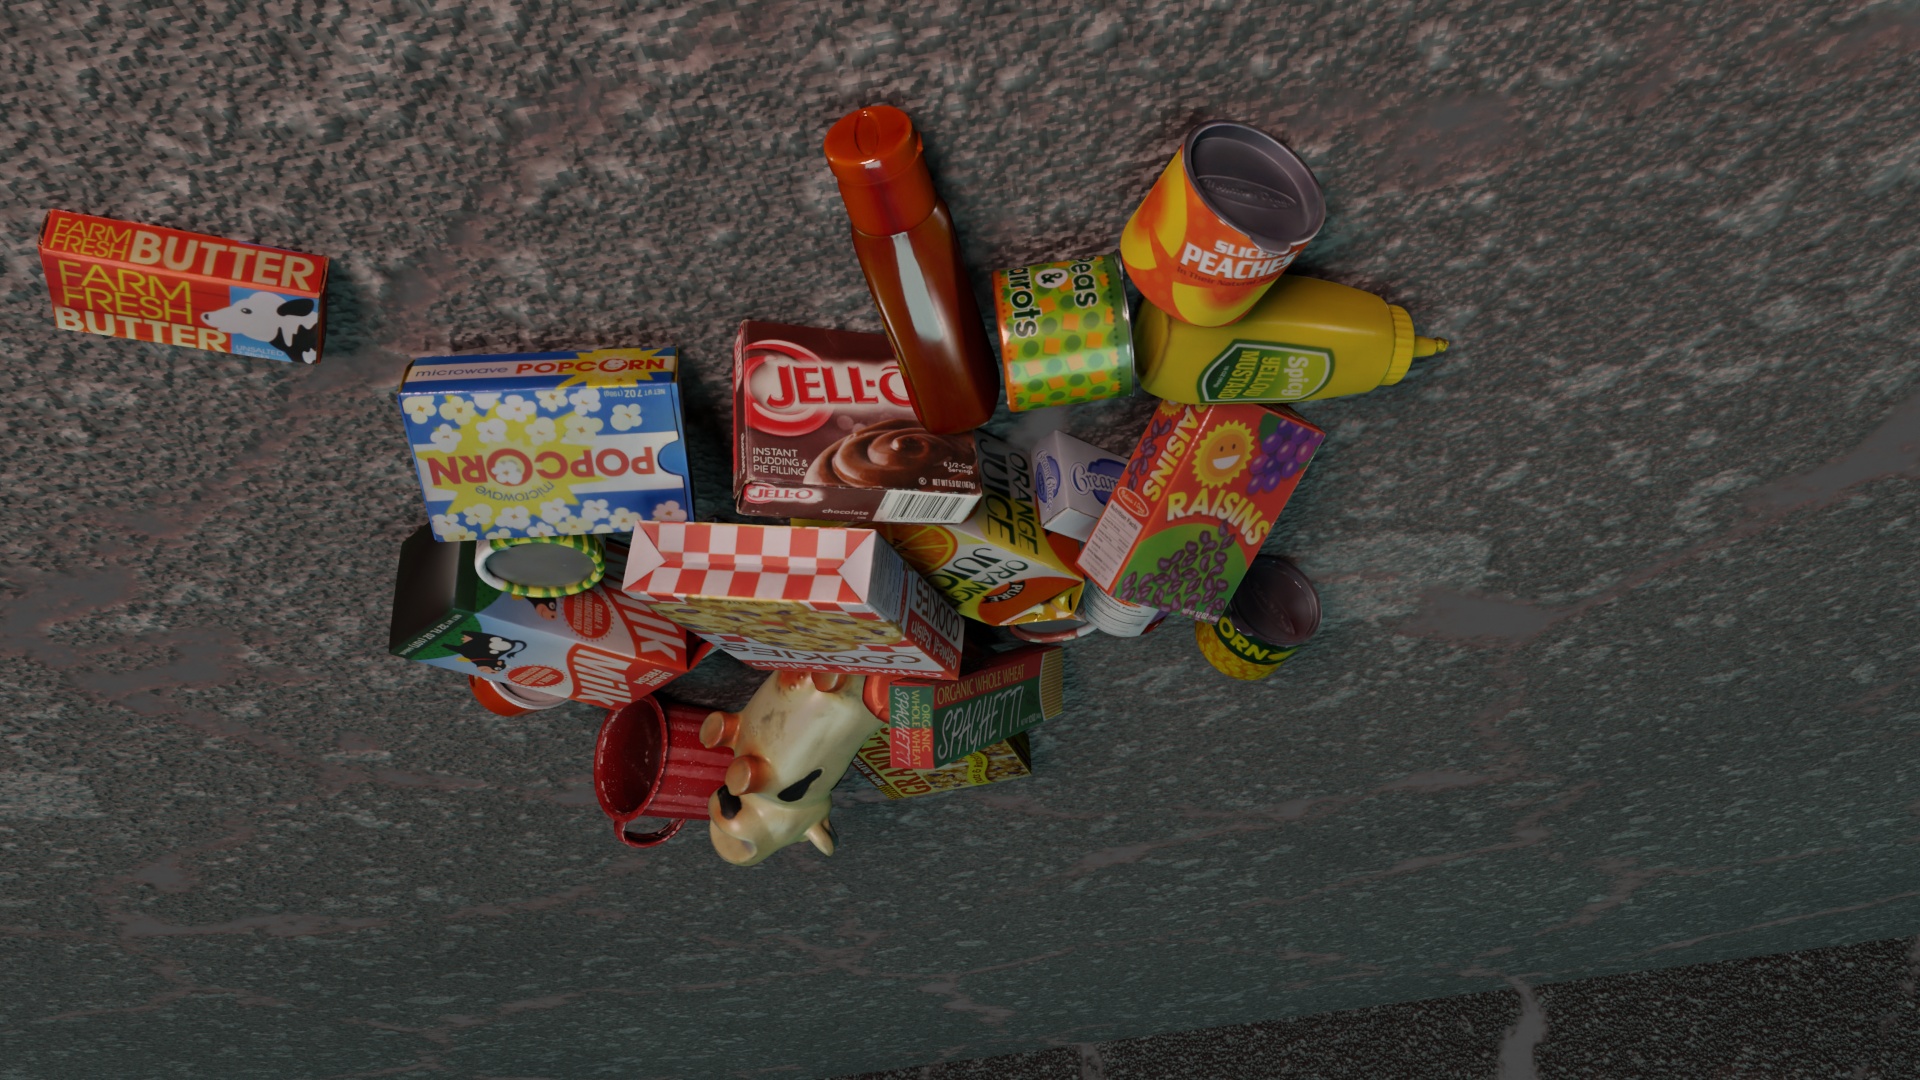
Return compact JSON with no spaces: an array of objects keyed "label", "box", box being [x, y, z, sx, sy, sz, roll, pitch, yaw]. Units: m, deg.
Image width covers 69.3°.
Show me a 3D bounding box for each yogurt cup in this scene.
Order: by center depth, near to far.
[{"label":"yogurt cup","box":[-0.276,0.079,0.878,0.072,0.072,0.053,14,152,-32]}]

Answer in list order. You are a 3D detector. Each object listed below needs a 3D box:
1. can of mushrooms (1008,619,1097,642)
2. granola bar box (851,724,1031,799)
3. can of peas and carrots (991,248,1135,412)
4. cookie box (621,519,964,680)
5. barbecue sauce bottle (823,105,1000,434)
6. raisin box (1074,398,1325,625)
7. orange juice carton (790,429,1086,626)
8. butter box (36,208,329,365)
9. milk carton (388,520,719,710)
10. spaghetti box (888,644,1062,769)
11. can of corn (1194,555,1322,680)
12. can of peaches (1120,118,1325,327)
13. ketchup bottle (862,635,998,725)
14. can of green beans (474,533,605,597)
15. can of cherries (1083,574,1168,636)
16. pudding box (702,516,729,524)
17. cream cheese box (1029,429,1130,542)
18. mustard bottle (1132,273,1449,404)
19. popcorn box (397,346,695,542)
[{"label":"can of mushrooms","box":[0.059,0.038,0.904,0.071,0.033,0.070,-5,151,-3]},{"label":"granola bar box","box":[-0.024,0.151,1.078,0.124,0.039,0.165,-12,150,11]},{"label":"can of peas and carrots","box":[0.046,-0.096,0.632,0.059,0.071,0.070,-8,150,3]},{"label":"cookie box","box":[-0.078,0.033,0.715,0.123,0.040,0.167,2,163,16]},{"label":"barbecue sauce bottle","box":[-0.019,-0.114,0.594,0.043,0.065,0.148,-13,141,7]},{"label":"raisin box","box":[0.128,-0.022,0.744,0.086,0.040,0.123,16,109,-34]},{"label":"orange juice carton","box":[0.003,-0.010,0.768,0.192,0.072,0.072,22,141,-39]},{"label":"butter box","box":[-0.323,-0.104,0.583,0.103,0.024,0.053,7,148,-23]},{"label":"milk carton","box":[-0.225,0.045,0.816,0.072,0.074,0.190,-28,144,34]},{"label":"spaghetti box","box":[0.016,0.101,0.880,0.028,0.050,0.250,0,-179,21]},{"label":"can of corn","box":[0.195,0.054,0.922,0.071,0.071,0.058,2,150,-15]},{"label":"can of peaches","box":[0.108,-0.129,0.580,0.071,0.071,0.057,6,149,-22]},{"label":"ketchup bottle","box":[-0.011,0.088,0.923,0.064,0.043,0.149,-59,160,8]},{"label":"can of green beans","box":[-0.221,-0.009,0.737,0.071,0.058,0.071,-5,151,-3]},{"label":"can of cherries","box":[0.106,0.016,0.842,0.071,0.072,0.058,0,153,-11]},{"label":"pudding box","box":[-0.136,0.020,0.835,0.049,0.030,0.083,-23,146,29]},{"label":"cream cheese box","box":[0.086,-0.022,0.783,0.104,0.053,0.024,18,141,-36]},{"label":"mustard bottle","box":[0.166,-0.096,0.672,0.160,0.049,0.065,0,148,-11]},{"label":"popcorn box","box":[-0.195,-0.046,0.668,0.127,0.038,0.084,-3,125,-6]}]
